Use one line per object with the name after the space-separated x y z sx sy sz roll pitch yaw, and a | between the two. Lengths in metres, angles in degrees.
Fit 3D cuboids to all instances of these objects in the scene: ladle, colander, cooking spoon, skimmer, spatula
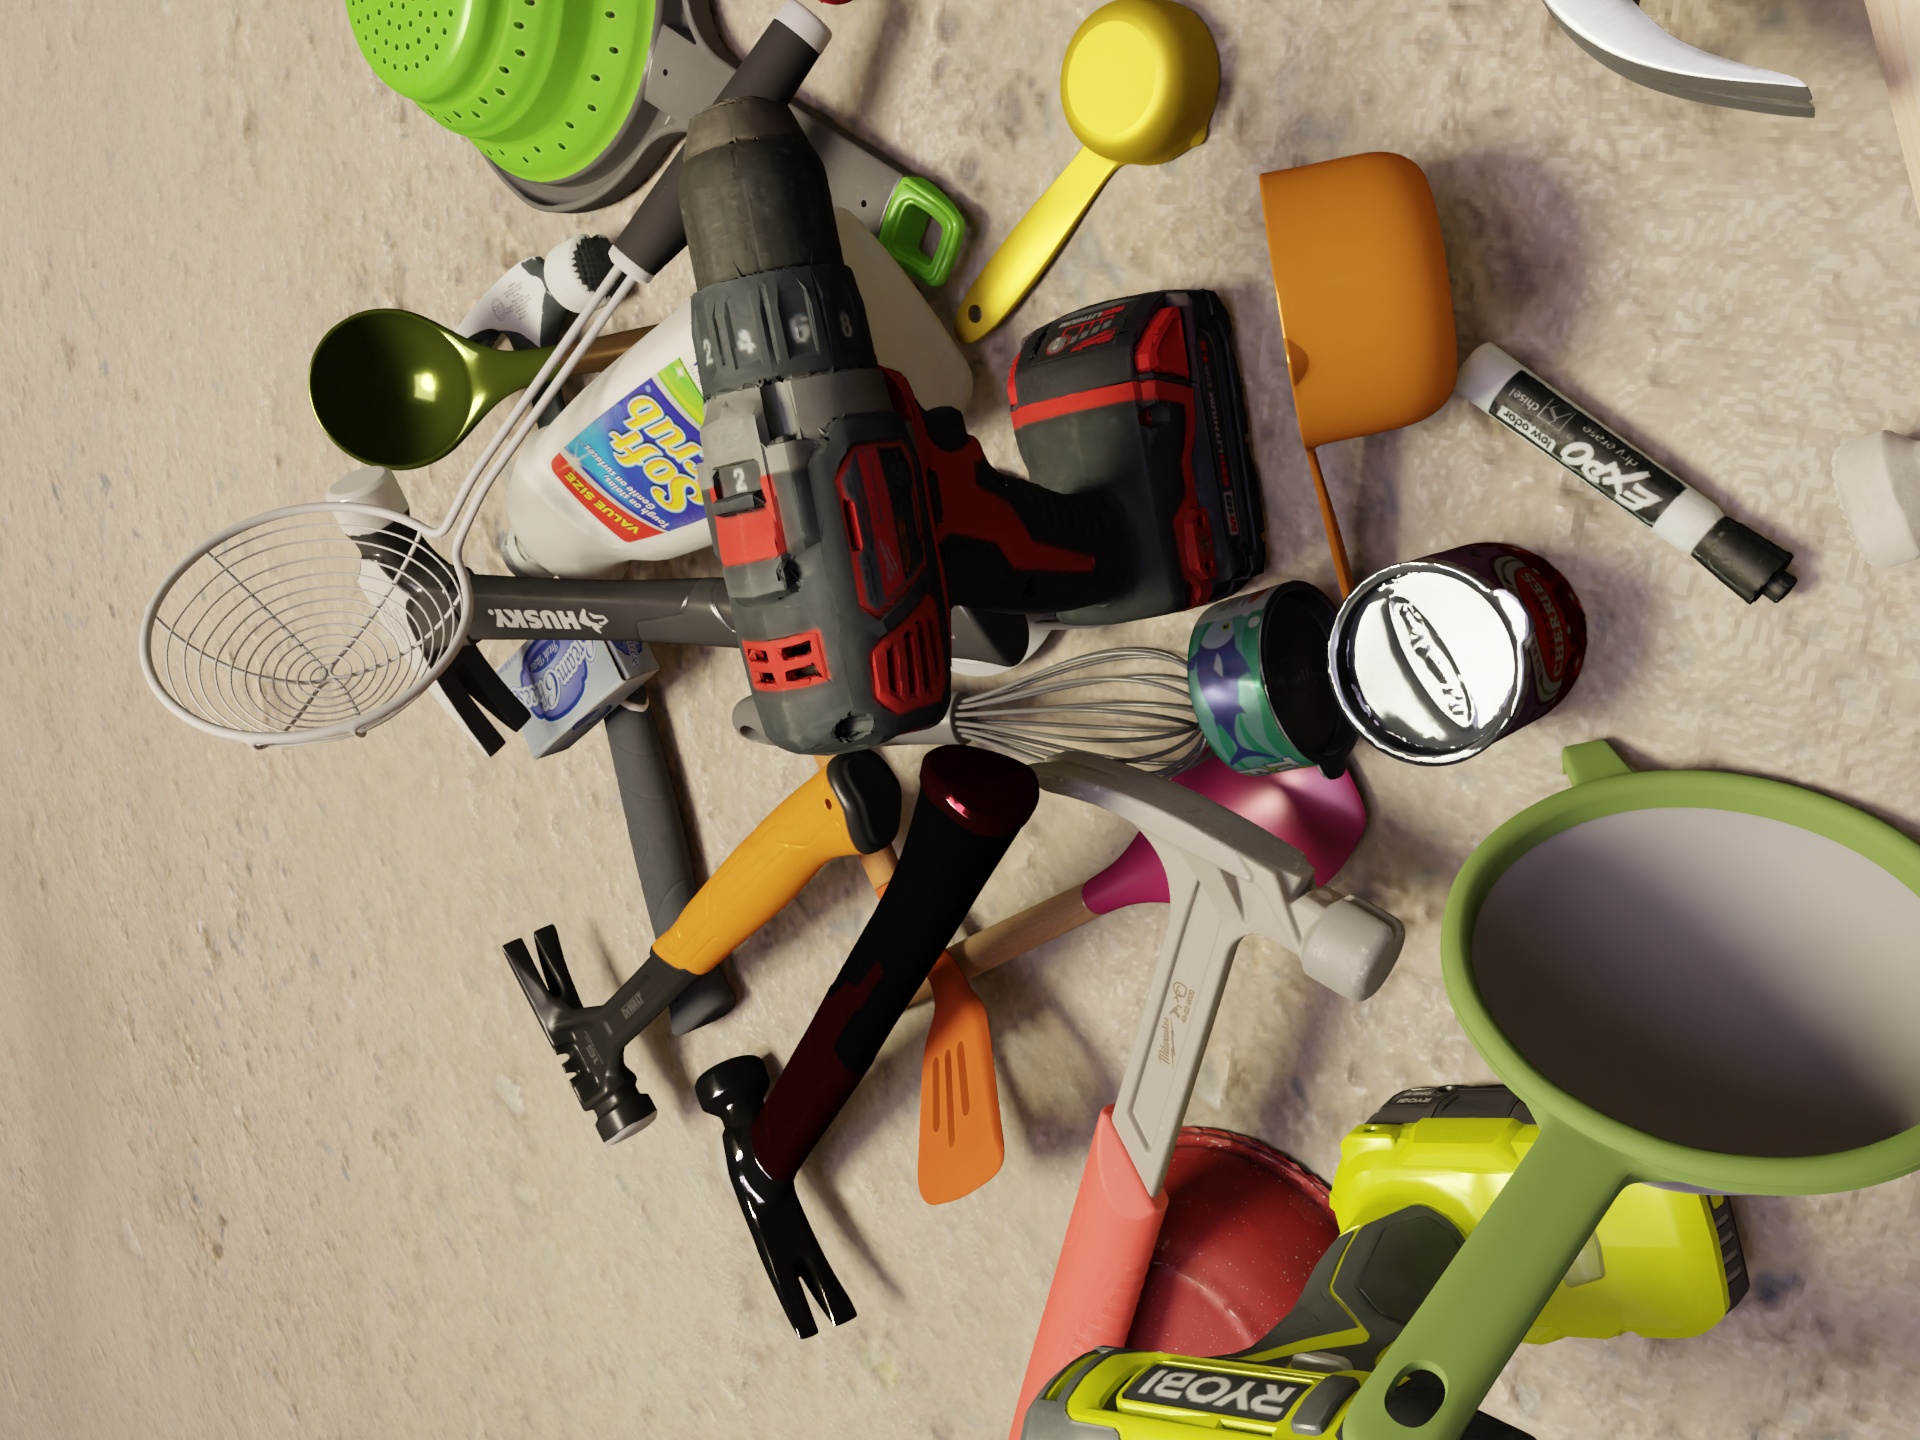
-0.166 -0.168 0.727 0.320 0.062 0.078 -3 104 27 | ladle
-0.161 -0.295 0.700 0.397 0.094 0.204 40 124 25 | colander
0.040 0.086 0.686 0.319 0.017 0.069 -32 80 41 | cooking spoon
-0.183 -0.141 0.627 0.127 0.090 0.363 43 100 25 | skimmer
-0.049 0.055 0.720 0.081 0.041 0.323 -45 65 53 | spatula

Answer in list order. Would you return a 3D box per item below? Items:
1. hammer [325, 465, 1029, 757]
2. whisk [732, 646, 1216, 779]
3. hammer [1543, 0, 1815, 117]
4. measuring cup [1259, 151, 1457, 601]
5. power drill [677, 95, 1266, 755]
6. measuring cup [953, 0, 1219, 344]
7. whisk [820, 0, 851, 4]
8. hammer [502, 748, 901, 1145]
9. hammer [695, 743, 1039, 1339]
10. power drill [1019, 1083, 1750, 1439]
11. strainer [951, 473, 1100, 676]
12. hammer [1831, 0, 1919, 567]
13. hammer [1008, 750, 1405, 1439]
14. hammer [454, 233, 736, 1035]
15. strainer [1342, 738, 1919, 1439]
-0.125 -0.043 0.690 0.335 0.035 0.146 3 128 29 | hammer
-0.002 -0.002 0.658 0.239 0.055 0.055 0 102 32 | whisk
0.286 -0.236 0.341 0.331 0.033 0.128 -13 89 31 | hammer
0.139 -0.100 0.525 0.052 0.095 0.173 -11 120 16 | measuring cup
0.004 -0.101 0.525 0.080 0.226 0.188 -5 99 41 | power drill
0.035 -0.201 0.602 0.062 0.029 0.156 54 128 15 | measuring cup
-0.093 -0.419 0.634 0.073 0.073 0.296 -21 83 42 | whisk
-0.129 0.098 0.772 0.336 0.034 0.127 -42 74 44 | hammer
-0.040 0.143 0.676 0.143 0.038 0.386 62 148 25 | hammer
0.148 0.190 0.486 0.171 0.223 0.080 -13 94 42 | power drill
-0.049 -0.082 0.702 0.259 0.050 0.087 23 107 37 | strainer
0.245 -0.254 0.407 0.146 0.038 0.410 -20 89 40 | hammer
0.052 0.195 0.621 0.149 0.036 0.359 28 118 33 | hammer
-0.186 -0.031 0.835 0.149 0.036 0.409 -8 97 42 | hammer
0.185 0.119 0.446 0.152 0.256 0.069 26 145 37 | strainer
